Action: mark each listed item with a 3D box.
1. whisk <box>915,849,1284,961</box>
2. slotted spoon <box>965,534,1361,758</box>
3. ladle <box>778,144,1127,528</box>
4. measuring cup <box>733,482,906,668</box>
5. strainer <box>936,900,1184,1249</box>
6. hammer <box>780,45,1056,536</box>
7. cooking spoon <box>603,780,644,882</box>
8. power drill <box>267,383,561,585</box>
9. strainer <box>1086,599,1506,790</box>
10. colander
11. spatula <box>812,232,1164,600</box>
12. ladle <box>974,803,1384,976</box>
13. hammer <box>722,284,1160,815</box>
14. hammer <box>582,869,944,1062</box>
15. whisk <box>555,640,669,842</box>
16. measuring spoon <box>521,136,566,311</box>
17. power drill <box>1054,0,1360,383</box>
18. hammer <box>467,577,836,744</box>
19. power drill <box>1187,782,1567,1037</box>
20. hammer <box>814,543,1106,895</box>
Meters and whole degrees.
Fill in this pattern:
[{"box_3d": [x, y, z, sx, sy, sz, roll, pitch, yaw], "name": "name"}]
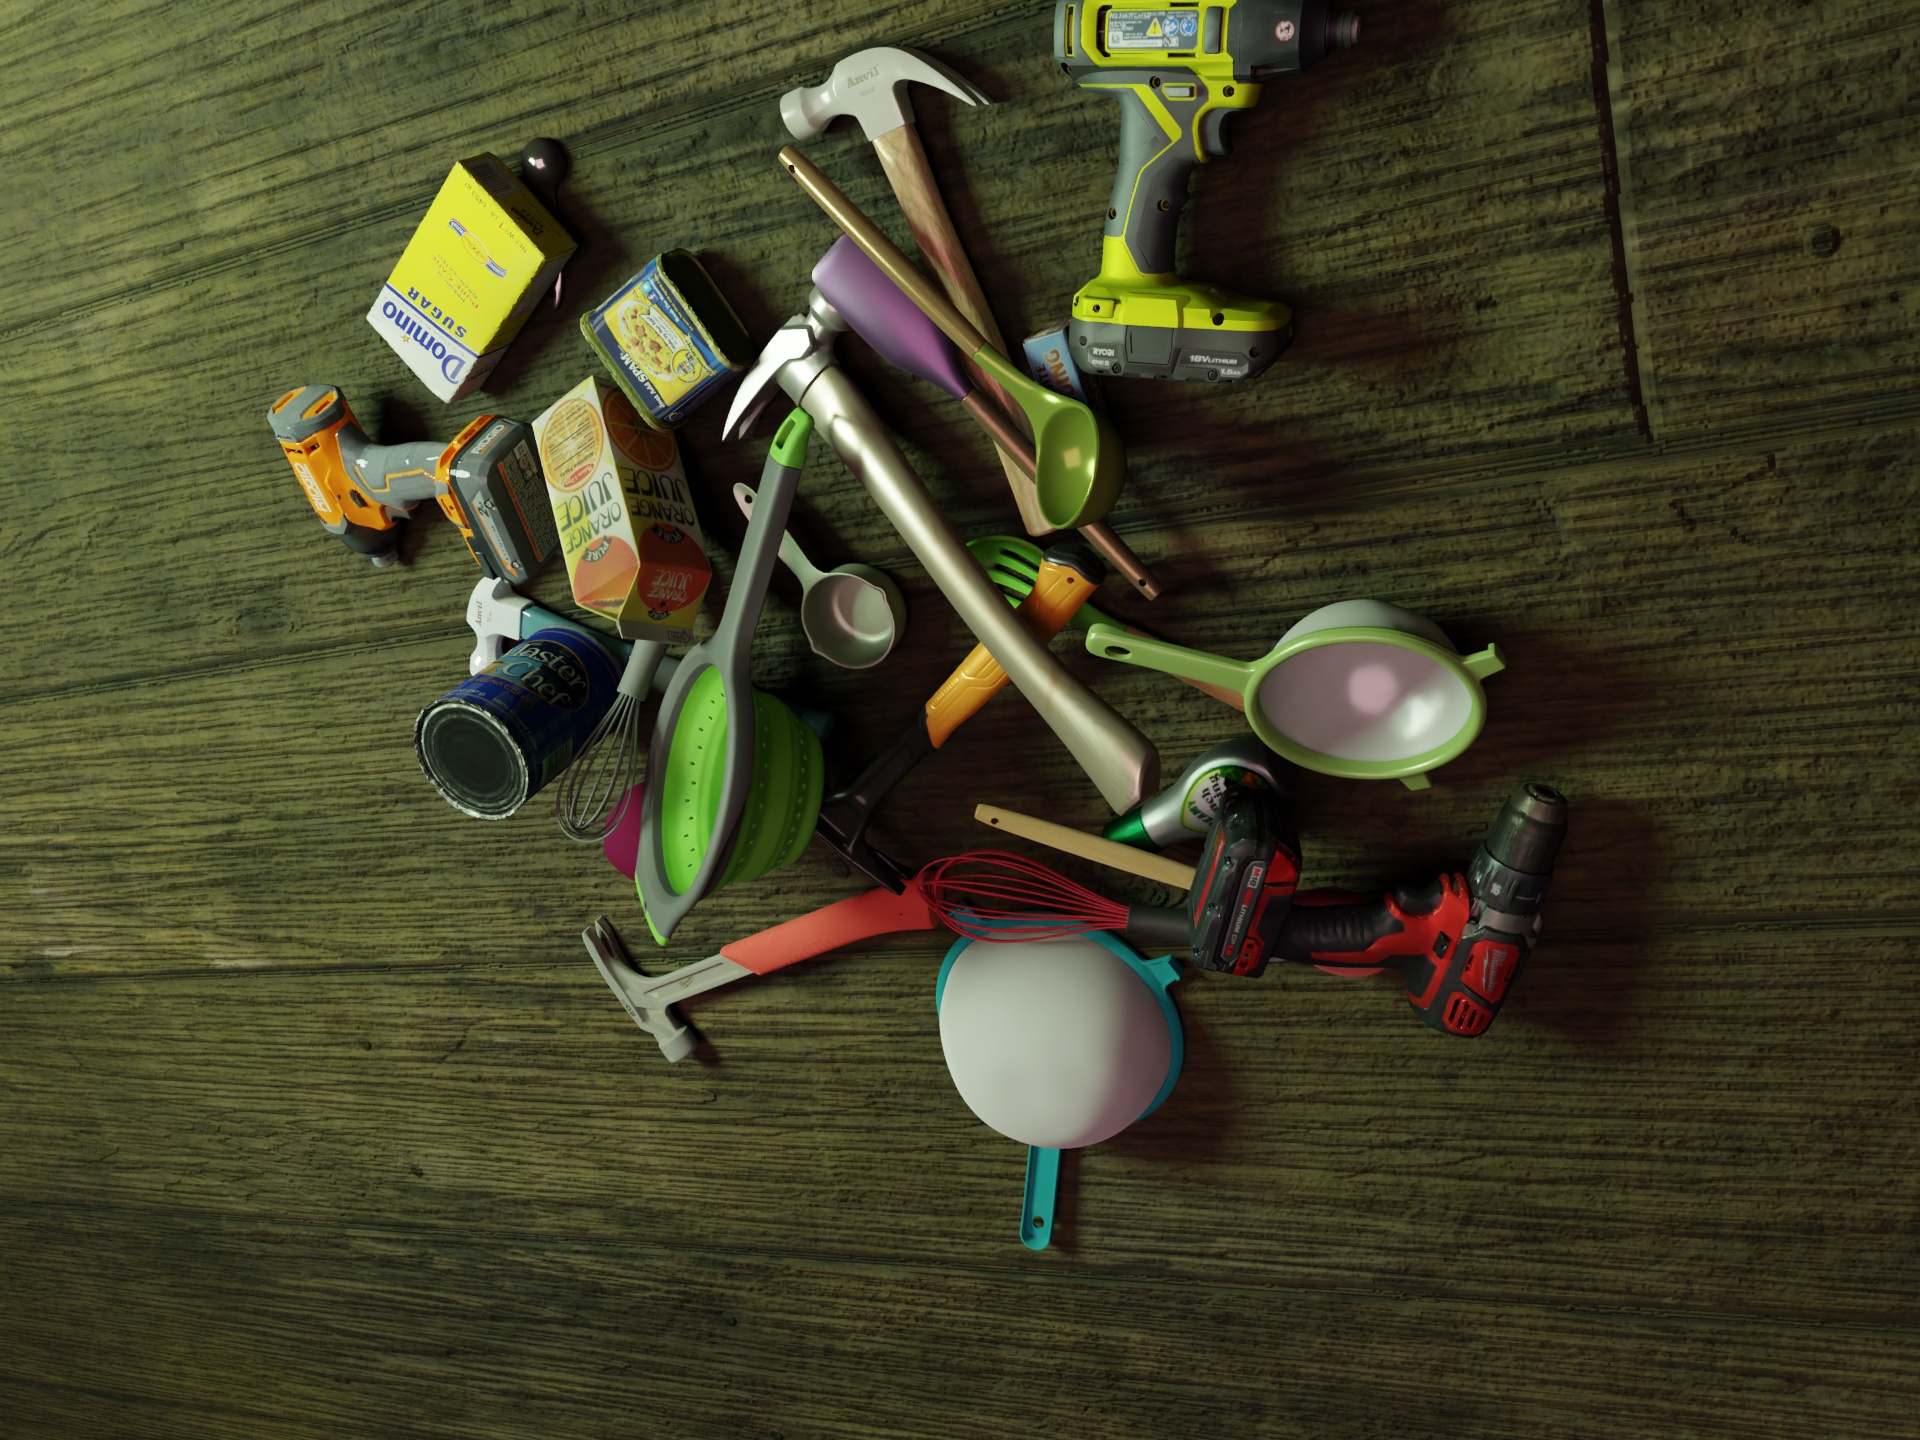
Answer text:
[{"box_3d": [0.109, 0.146, 1.205, 0.296, 0.073, 0.073, 8, 118, 13], "name": "whisk"}, {"box_3d": [0.136, -0.047, 1.113, 0.314, 0.031, 0.070, 27, 123, 7], "name": "slotted spoon"}, {"box_3d": [-0.012, -0.249, 1.009, 0.320, 0.062, 0.078, 47, 140, 6], "name": "ladle"}, {"box_3d": [-0.105, -0.115, 1.181, 0.083, 0.038, 0.167, -38, 94, 33], "name": "measuring cup"}, {"box_3d": [0.061, 0.320, 1.286, 0.211, 0.095, 0.340, 12, 118, 18], "name": "strainer"}, {"box_3d": [0.003, -0.279, 1.054, 0.130, 0.031, 0.331, -15, 108, 30], "name": "hammer"}, {"box_3d": [-0.224, 0.020, 1.272, 0.069, 0.017, 0.318, 36, 125, 7], "name": "cooking spoon"}, {"box_3d": [-0.424, -0.175, 1.260, 0.226, 0.084, 0.164, 12, 139, 22], "name": "power drill"}, {"box_3d": [0.211, -0.043, 1.034, 0.256, 0.069, 0.151, 14, 145, 3], "name": "strainer"}, {"box_3d": [-0.136, -0.025, 1.145, 0.094, 0.205, 0.397, 10, 111, -26], "name": "colander"}, {"box_3d": [0.025, -0.199, 1.055, 0.316, 0.018, 0.059, 47, 113, -3], "name": "spatula"}, {"box_3d": [0.161, 0.114, 1.142, 0.315, 0.031, 0.069, 18, 116, -1], "name": "ladle"}, {"box_3d": [-0.011, -0.101, 1.084, 0.411, 0.038, 0.146, 53, 126, 11], "name": "hammer"}, {"box_3d": [-0.165, 0.187, 1.357, 0.359, 0.037, 0.149, -24, 103, 32], "name": "hammer"}, {"box_3d": [-0.250, -0.020, 1.225, 0.055, 0.055, 0.239, 19, 86, 14], "name": "whisk"}, {"box_3d": [-0.303, -0.359, 1.158, 0.034, 0.018, 0.124, 14, 120, 17], "name": "measuring spoon"}, {"box_3d": [0.142, -0.320, 0.946, 0.171, 0.080, 0.223, 9, 115, 20], "name": "power drill"}, {"box_3d": [-0.253, -0.042, 1.285, 0.331, 0.033, 0.128, 20, 122, 13], "name": "hammer"}, {"box_3d": [0.281, 0.109, 1.067, 0.226, 0.080, 0.187, 13, 116, -1], "name": "power drill"}, {"box_3d": [-0.002, -0.004, 1.158, 0.127, 0.034, 0.336, 42, 125, -3], "name": "hammer"}]
